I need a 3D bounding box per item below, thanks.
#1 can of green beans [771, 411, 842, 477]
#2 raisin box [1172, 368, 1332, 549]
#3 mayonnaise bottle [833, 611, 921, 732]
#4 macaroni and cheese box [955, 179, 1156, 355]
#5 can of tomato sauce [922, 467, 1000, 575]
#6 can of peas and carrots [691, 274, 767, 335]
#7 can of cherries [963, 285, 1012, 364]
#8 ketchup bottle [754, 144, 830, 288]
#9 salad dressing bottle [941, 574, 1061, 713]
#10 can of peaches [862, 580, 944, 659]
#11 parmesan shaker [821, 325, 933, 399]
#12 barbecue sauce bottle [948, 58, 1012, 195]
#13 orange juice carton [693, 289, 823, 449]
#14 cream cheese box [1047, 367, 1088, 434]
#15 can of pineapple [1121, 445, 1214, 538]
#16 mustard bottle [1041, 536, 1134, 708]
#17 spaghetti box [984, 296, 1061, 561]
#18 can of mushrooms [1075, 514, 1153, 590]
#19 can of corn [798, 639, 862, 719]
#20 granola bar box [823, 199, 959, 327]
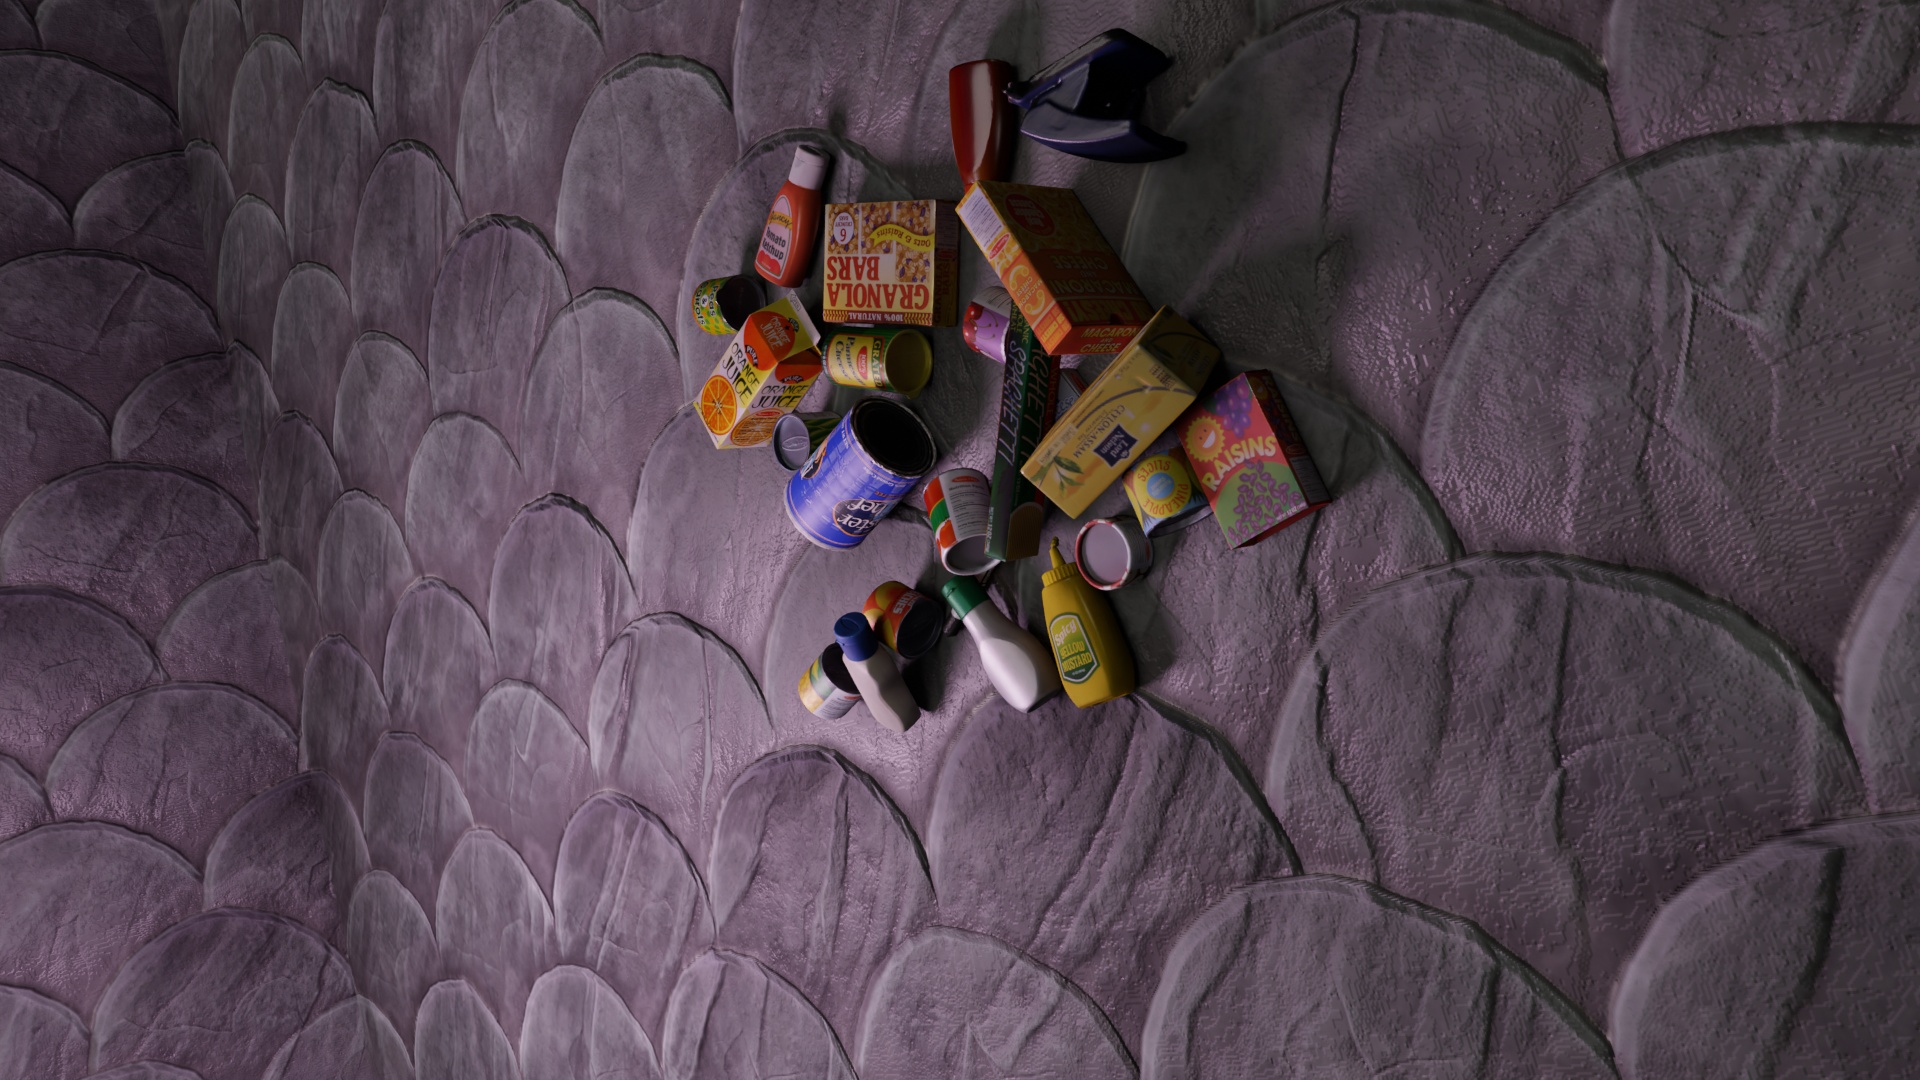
[{"bbox_3d":[-0.164,-0.108,1.522,0.071,0.058,0.071,8,101,44],"label":"can of green beans"},{"bbox_3d":[0.238,-0.066,1.140,0.085,0.040,0.123,-35,72,43],"label":"raisin box"},{"bbox_3d":[-0.089,0.135,1.438,0.065,0.041,0.147,26,150,41],"label":"mayonnaise bottle"},{"bbox_3d":[0.086,-0.238,1.207,0.040,0.124,0.167,-48,63,39],"label":"macaroni and cheese box"},{"bbox_3d":[0.005,-0.017,1.344,0.071,0.071,0.083,-51,42,37],"label":"can of tomato sauce"},{"bbox_3d":[-0.268,-0.270,1.595,0.058,0.071,0.071,3,98,45],"label":"can of peas and carrots"},{"bbox_3d":[0.045,-0.196,1.296,0.058,0.072,0.071,30,116,39],"label":"can of cherries"},{"bbox_3d":[-0.180,-0.355,1.516,0.065,0.044,0.148,40,121,34],"label":"ketchup bottle"},{"bbox_3d":[0.038,0.096,1.345,0.148,0.044,0.064,53,127,17],"label":"salad dressing bottle"},{"bbox_3d":[-0.060,0.079,1.437,0.058,0.071,0.071,27,114,41],"label":"can of peaches"},{"bbox_3d":[-0.087,-0.184,1.429,0.103,0.071,0.071,11,103,44],"label":"parmesan shaker"},{"bbox_3d":[0.021,-0.374,1.313,0.065,0.044,0.148,4,99,45],"label":"barbecue sauce bottle"},{"bbox_3d":[-0.216,-0.189,1.553,0.191,0.073,0.072,-48,63,37],"label":"orange juice carton"},{"bbox_3d":[0.086,-0.106,1.296,0.053,0.024,0.103,56,130,25],"label":"cream cheese box"},{"bbox_3d":[0.177,-0.041,1.182,0.070,0.071,0.058,-35,71,42],"label":"can of pineapple"},{"bbox_3d":[0.108,0.072,1.280,0.065,0.049,0.160,-30,75,42],"label":"mustard bottle"},{"bbox_3d":[0.059,-0.104,1.268,0.029,0.050,0.249,17,108,39],"label":"spaghetti box"},{"bbox_3d":[0.137,0.012,1.255,0.071,0.033,0.071,8,102,43],"label":"can of mushrooms"},{"bbox_3d":[-0.137,0.153,1.525,0.058,0.071,0.071,-48,63,38],"label":"can of corn"},{"bbox_3d":[-0.072,-0.283,1.420,0.165,0.039,0.124,11,102,44],"label":"granola bar box"}]
